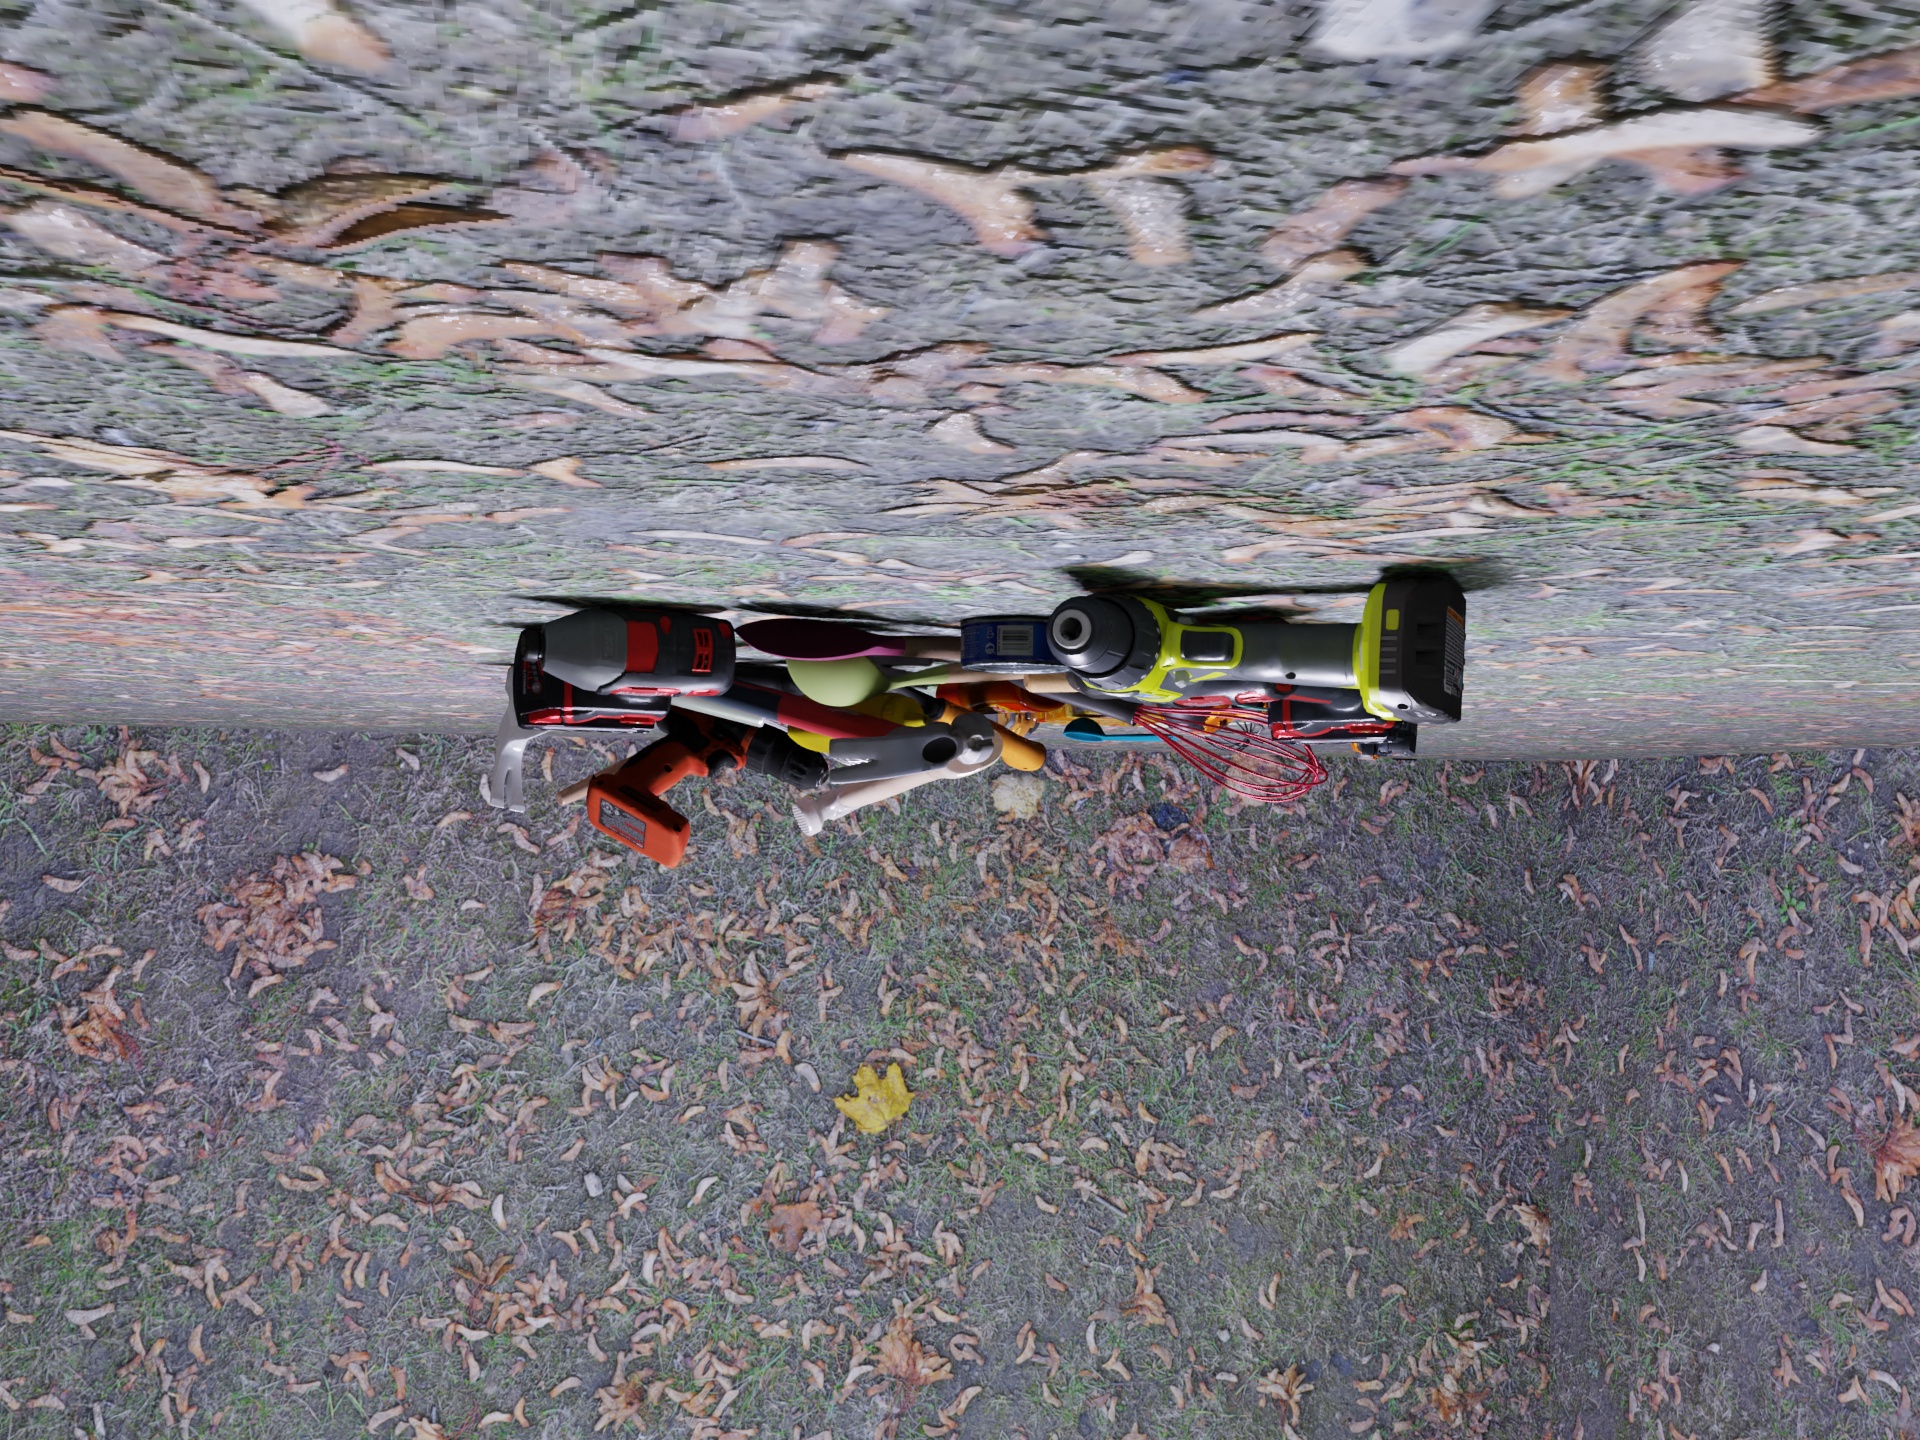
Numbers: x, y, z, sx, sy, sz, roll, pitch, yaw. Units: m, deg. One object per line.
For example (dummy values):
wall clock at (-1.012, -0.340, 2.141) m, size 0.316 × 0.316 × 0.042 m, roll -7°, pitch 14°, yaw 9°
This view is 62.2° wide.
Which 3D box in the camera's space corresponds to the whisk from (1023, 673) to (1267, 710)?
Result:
whisk at (0.169, -0.032, 1.295) m, size 0.245 × 0.051 × 0.047 m, roll -1°, pitch -176°, yaw -16°

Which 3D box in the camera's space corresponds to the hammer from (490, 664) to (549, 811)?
hammer at (-0.320, -0.010, 1.404) m, size 0.035 × 0.144 × 0.405 m, roll 17°, pitch 161°, yaw -35°

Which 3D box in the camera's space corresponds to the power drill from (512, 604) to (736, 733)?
power drill at (-0.259, -0.039, 1.157) m, size 0.143 × 0.078 × 0.220 m, roll 2°, pitch 174°, yaw -24°

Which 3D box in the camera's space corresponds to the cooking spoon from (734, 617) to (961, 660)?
cooking spoon at (-0.024, -0.054, 1.175) m, size 0.318 × 0.017 × 0.069 m, roll -1°, pitch -154°, yaw -39°

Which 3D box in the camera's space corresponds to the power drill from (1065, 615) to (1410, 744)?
power drill at (0.208, -0.031, 1.177) m, size 0.226 × 0.080 × 0.188 m, roll 8°, pitch 173°, yaw -44°

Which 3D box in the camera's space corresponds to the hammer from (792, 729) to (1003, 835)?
hammer at (-0.039, 0.046, 1.462) m, size 0.146 × 0.038 × 0.410 m, roll -26°, pitch -179°, yaw -21°

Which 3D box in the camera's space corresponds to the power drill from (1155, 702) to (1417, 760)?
power drill at (0.285, -0.014, 1.408) m, size 0.226 × 0.084 × 0.164 m, roll 4°, pitch 178°, yaw 19°

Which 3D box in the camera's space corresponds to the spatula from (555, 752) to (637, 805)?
spatula at (-0.262, 0.017, 1.565) m, size 0.060 × 0.018 × 0.316 m, roll 19°, pitch -146°, yaw 39°

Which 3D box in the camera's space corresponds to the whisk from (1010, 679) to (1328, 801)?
whisk at (0.167, 0.001, 1.340) m, size 0.296 × 0.073 × 0.073 m, roll 21°, pitch -176°, yaw 21°

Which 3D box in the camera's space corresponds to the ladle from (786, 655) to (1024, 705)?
ladle at (0.008, -0.051, 1.263) m, size 0.320 × 0.062 × 0.078 m, roll -5°, pitch -177°, yaw -34°

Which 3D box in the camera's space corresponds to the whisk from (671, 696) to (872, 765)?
whisk at (-0.173, -0.005, 1.465) m, size 0.246 × 0.059 × 0.057 m, roll 15°, pitch 132°, yaw -5°

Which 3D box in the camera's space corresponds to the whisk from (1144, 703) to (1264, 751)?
whisk at (0.202, -0.013, 1.540) m, size 0.238 × 0.055 × 0.055 m, roll 16°, pitch 169°, yaw -30°

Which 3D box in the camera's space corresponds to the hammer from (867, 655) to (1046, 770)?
hammer at (-0.002, -0.005, 1.461) m, size 0.127 × 0.034 × 0.336 m, roll 2°, pitch 167°, yaw 31°

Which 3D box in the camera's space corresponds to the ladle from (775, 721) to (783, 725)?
ladle at (-0.303, -0.024, 1.589) m, size 0.315 × 0.031 × 0.069 m, roll 8°, pitch -173°, yaw 14°

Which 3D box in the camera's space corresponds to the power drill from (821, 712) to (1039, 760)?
power drill at (-0.025, -0.001, 1.759) m, size 0.226 × 0.084 × 0.185 m, roll -5°, pitch 177°, yaw 16°

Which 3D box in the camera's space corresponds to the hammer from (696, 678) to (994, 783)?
hammer at (-0.152, -0.008, 1.281) m, size 0.143 × 0.038 × 0.386 m, roll -9°, pitch -165°, yaw -40°

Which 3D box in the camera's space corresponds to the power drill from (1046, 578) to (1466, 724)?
power drill at (0.174, -0.043, 0.947) m, size 0.228 × 0.080 × 0.190 m, roll 2°, pitch 178°, yaw 24°

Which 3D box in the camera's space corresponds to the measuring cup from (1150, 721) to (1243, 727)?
measuring cup at (0.266, -0.013, 1.810) m, size 0.167 × 0.038 × 0.083 m, roll -1°, pitch 177°, yaw -2°

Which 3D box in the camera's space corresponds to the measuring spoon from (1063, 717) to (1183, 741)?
measuring spoon at (0.162, 0.008, 1.583) m, size 0.129 × 0.021 × 0.042 m, roll 1°, pitch 167°, yaw 31°
